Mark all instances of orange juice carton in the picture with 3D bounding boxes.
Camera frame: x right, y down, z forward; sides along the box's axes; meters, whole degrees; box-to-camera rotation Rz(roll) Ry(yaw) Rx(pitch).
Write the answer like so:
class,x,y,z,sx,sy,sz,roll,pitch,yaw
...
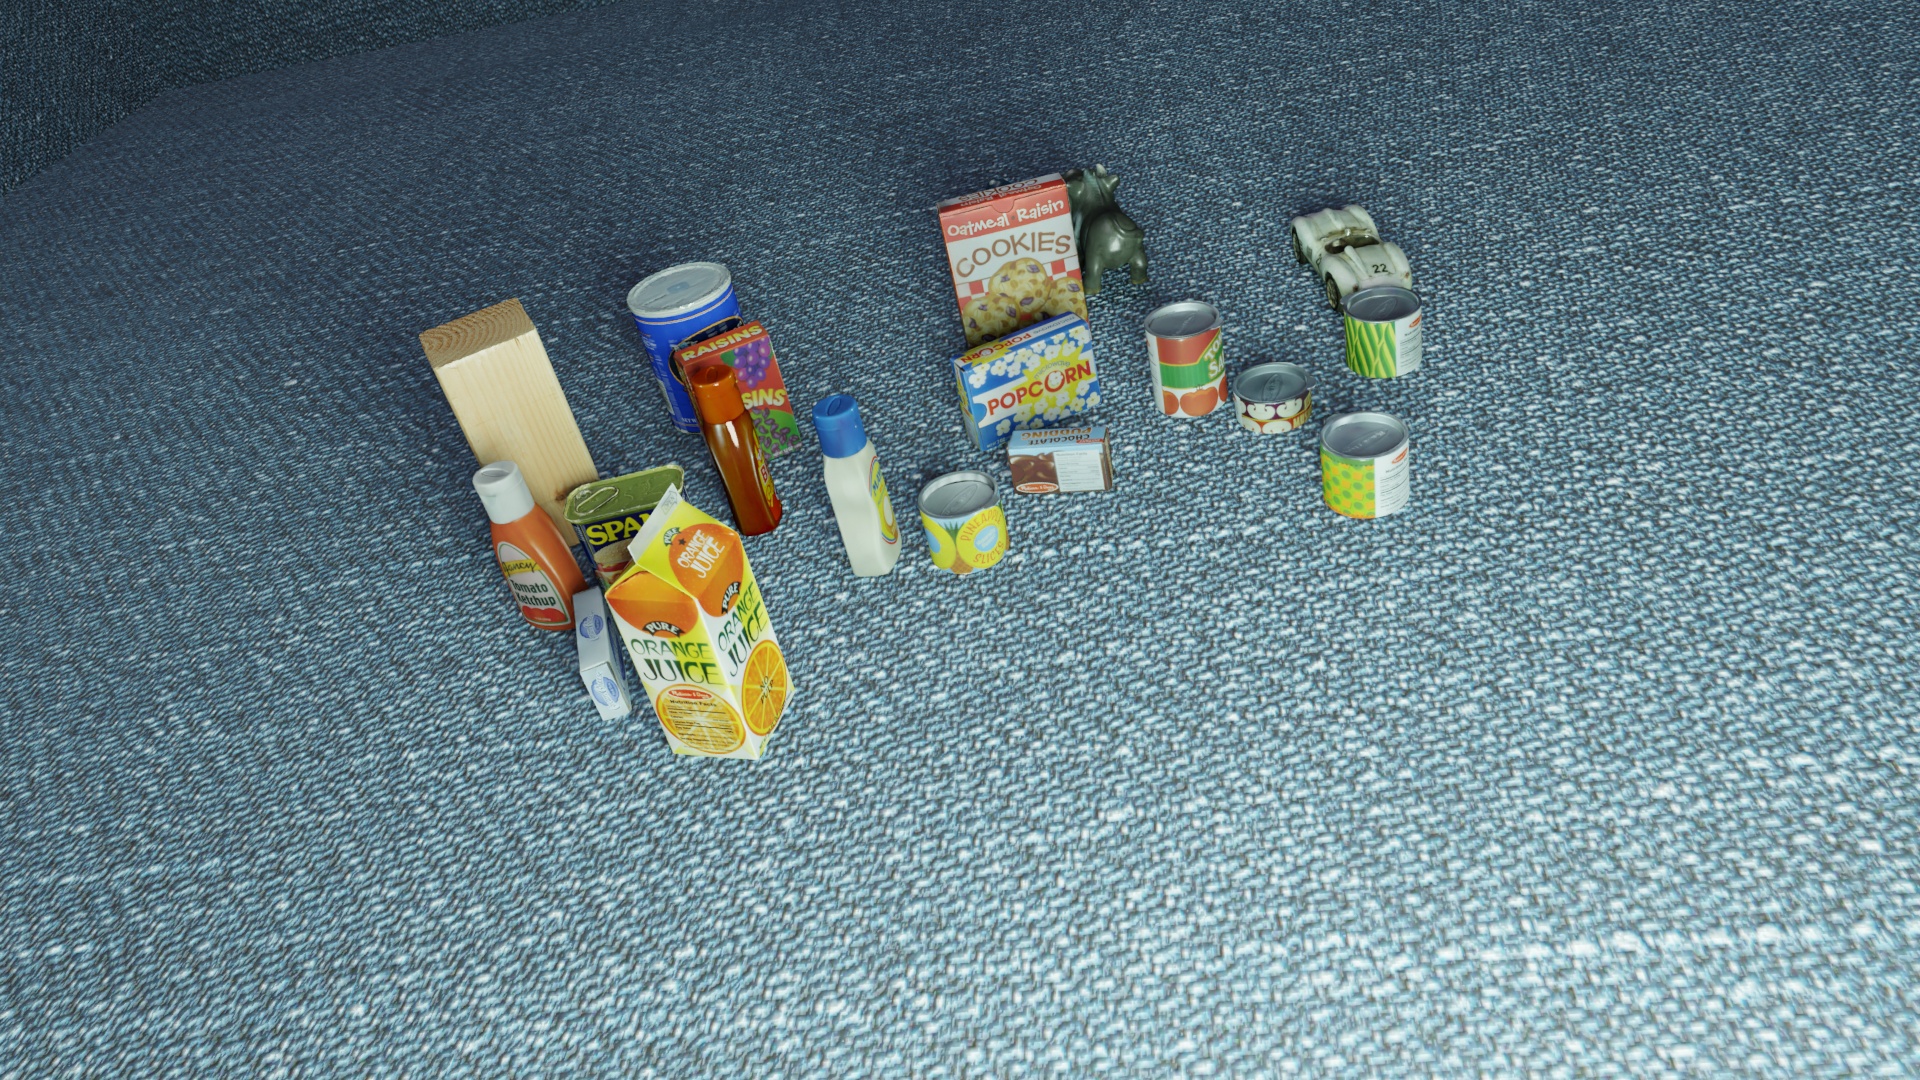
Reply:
class,x,y,z,sx,sy,sz,roll,pitch,yaw
orange juice carton,-0.183,0.058,0.961,0.073,0.191,0.072,1,37,20

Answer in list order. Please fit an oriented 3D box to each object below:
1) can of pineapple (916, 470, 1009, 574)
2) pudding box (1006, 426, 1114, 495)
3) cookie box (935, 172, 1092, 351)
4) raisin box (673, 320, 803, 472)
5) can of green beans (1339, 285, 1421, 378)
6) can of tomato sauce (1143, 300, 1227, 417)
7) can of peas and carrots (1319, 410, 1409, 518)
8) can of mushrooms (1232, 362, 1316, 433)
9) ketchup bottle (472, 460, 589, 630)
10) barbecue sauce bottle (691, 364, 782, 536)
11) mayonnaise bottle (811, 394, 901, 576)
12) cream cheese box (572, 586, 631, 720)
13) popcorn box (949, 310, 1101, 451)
class,x,y,z,sx,sy,sz,roll,pitch,yaw
can of pineapple,0.004,-0.014,1.116,0.071,0.057,0.071,-9,35,7
pudding box,0.084,-0.067,1.170,0.084,0.049,0.030,-3,36,15
cookie box,0.053,-0.259,1.344,0.123,0.166,0.040,-14,35,-1
raisin box,-0.205,-0.131,1.291,0.086,0.122,0.040,-23,36,-13
can of green beans,0.374,-0.184,1.228,0.071,0.057,0.071,-9,35,7
can of tomato sauce,0.202,-0.160,1.230,0.071,0.082,0.071,-9,35,7
can of peas and carrots,0.311,-0.059,1.075,0.071,0.058,0.071,-9,35,7
can of mushrooms,0.272,-0.123,1.198,0.071,0.033,0.071,-9,35,7
ketchup bottle,-0.350,0.005,1.129,0.065,0.148,0.044,4,39,24
barbecue sauce bottle,-0.193,-0.079,1.192,0.044,0.147,0.065,-14,35,0
mayonnaise bottle,-0.083,-0.045,1.109,0.041,0.147,0.065,-5,36,13
cream cheese box,-0.278,0.087,1.074,0.024,0.053,0.104,-19,35,-7
popcorn box,0.060,-0.144,1.254,0.127,0.084,0.038,-23,36,-13
